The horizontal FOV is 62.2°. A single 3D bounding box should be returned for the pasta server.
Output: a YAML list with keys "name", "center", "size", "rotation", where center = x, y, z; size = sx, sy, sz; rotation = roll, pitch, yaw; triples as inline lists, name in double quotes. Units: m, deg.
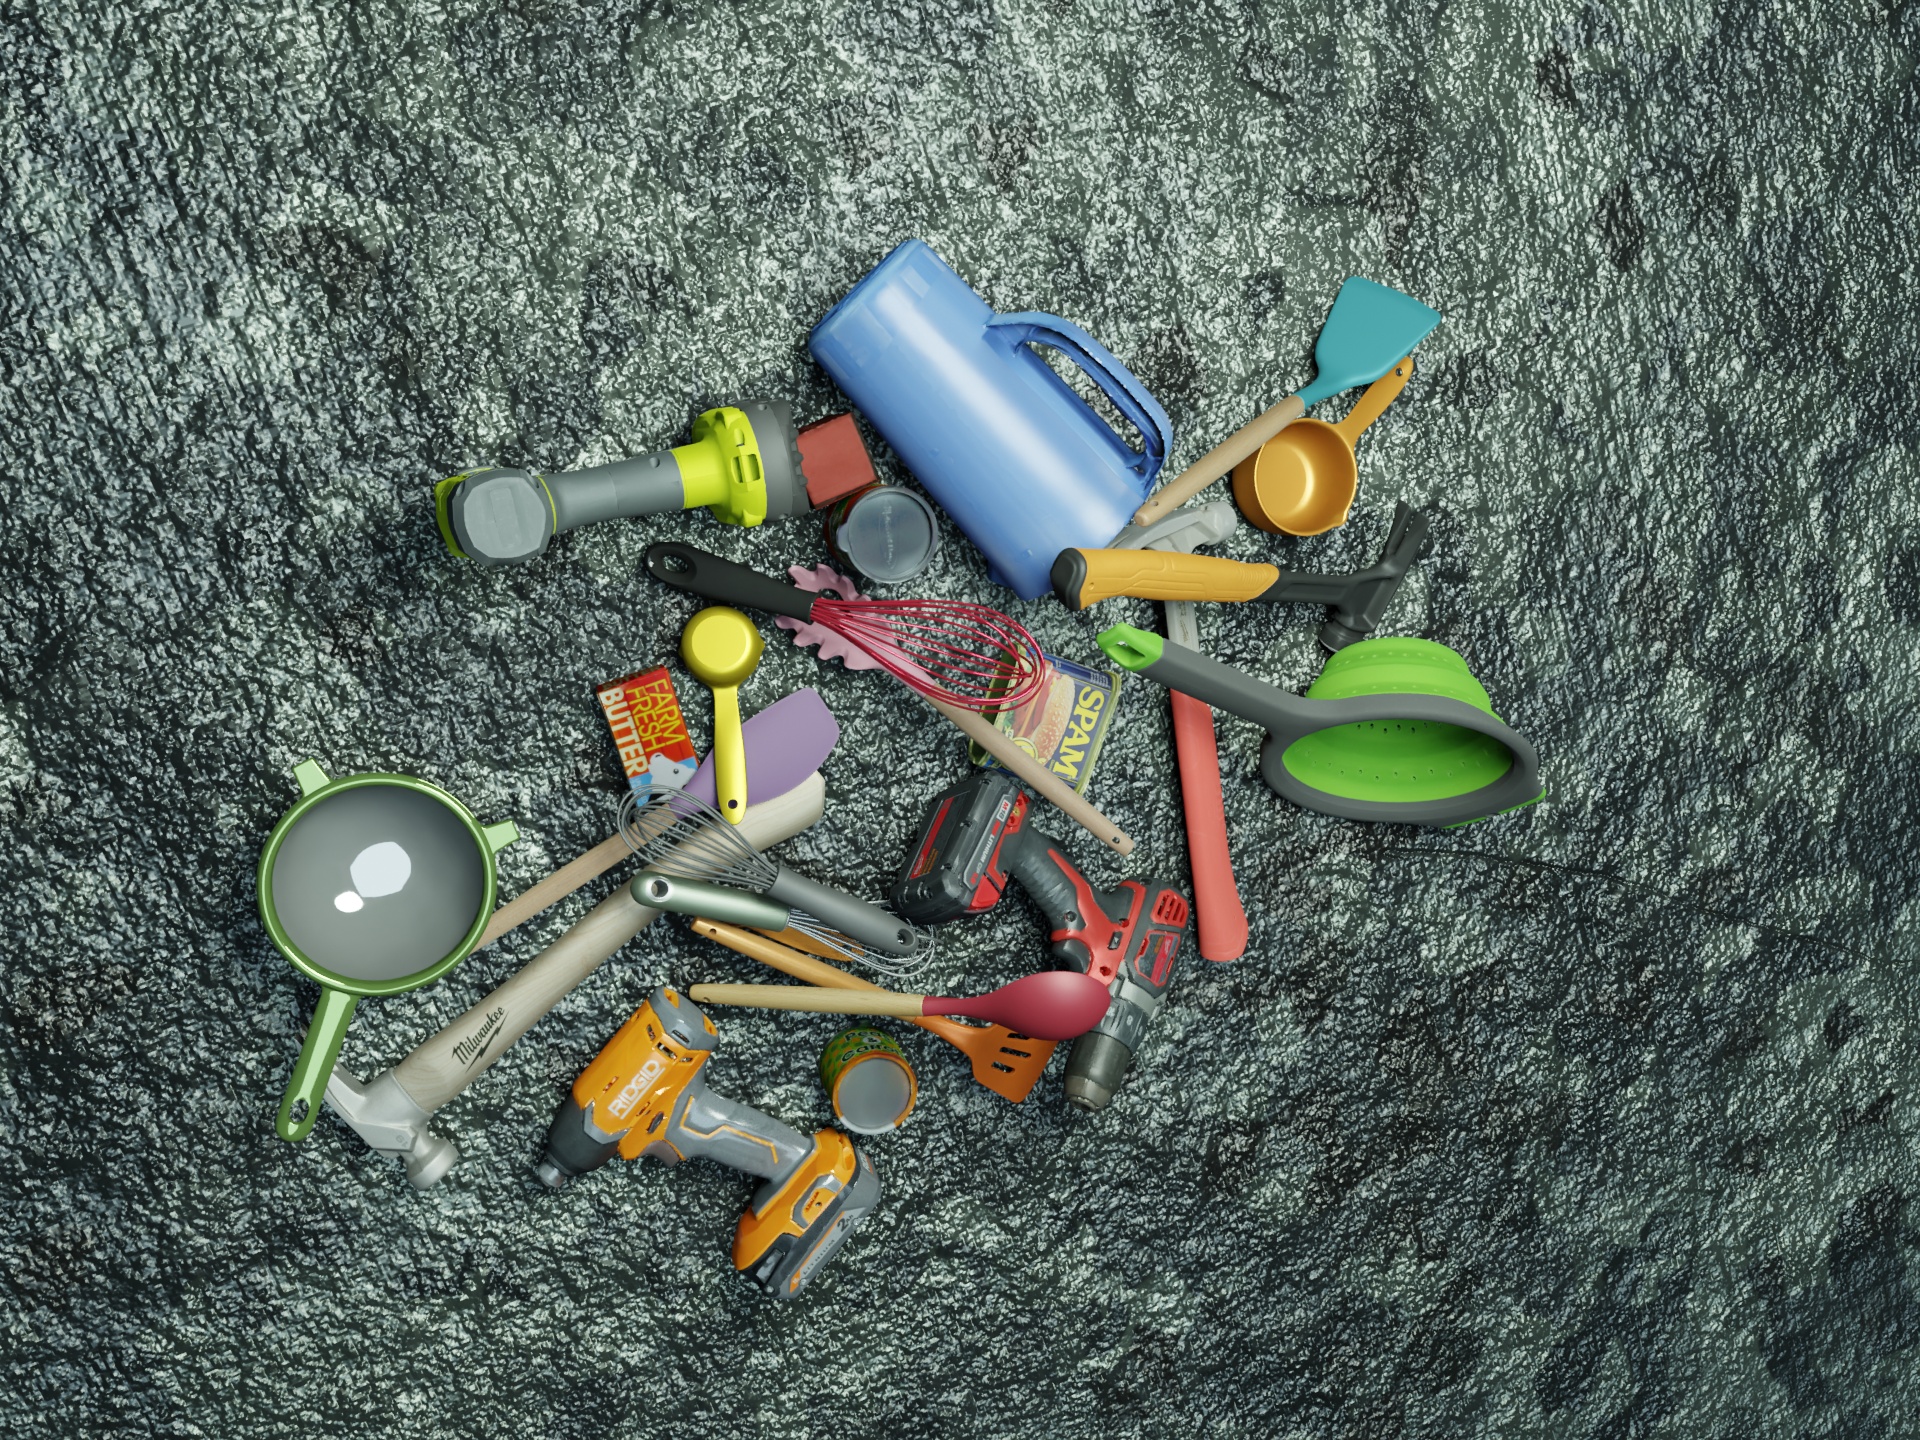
- name: "pasta server"
  center: [-0.002, -0.004, 1.142]
  size: [0.316, 0.040, 0.060]
  rotation: [39, 100, 1]

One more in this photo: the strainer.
- name: "strainer"
  center: [-0.412, 0.156, 1.083]
  size: [0.151, 0.069, 0.256]
  rotation: [20, 91, -18]

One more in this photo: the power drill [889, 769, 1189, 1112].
- name: "power drill"
  center: [0.061, 0.163, 1.181]
  size: [0.226, 0.080, 0.188]
  rotation: [36, 59, -19]

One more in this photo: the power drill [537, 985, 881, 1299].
- name: "power drill"
  center: [-0.190, 0.325, 1.177]
  size: [0.226, 0.084, 0.164]
  rotation: [42, 88, -14]

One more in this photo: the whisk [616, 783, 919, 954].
- name: "whisk"
  center: [-0.130, 0.109, 1.113]
  size: [0.238, 0.055, 0.055]
  rotation: [29, 92, -20]

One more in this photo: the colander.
- name: "colander"
  center: [0.267, -0.027, 1.187]
  size: [0.396, 0.204, 0.095]
  rotation: [21, 61, -27]

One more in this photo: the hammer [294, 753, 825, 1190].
- name: "hammer"
  center: [-0.273, 0.154, 1.144]
  size: [0.410, 0.038, 0.146]
  rotation: [-39, 106, -6]

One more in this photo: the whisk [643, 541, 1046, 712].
- name: "whisk"
  center: [-0.082, -0.072, 1.098]
  size: [0.296, 0.073, 0.073]
  rotation: [18, 96, 8]

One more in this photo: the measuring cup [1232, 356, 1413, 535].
- name: "measuring cup"
  center: [0.279, -0.214, 1.217]
  size: [0.095, 0.052, 0.173]
  rotation: [46, 79, -17]

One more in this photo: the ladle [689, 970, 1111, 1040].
- name: "ladle"
  center: [-0.050, 0.201, 1.135]
  size: [0.315, 0.031, 0.069]
  rotation: [0, 131, 18]

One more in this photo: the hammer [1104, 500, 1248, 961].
- name: "hammer"
  center: [0.175, 0.021, 1.216]
  size: [0.149, 0.037, 0.359]
  rotation: [-25, 113, -41]

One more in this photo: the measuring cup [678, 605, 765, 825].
- name: "measuring cup"
  center: [-0.165, -0.005, 1.118]
  size: [0.062, 0.029, 0.156]
  rotation: [-5, 80, -5]

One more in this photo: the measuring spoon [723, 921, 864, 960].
- name: "measuring spoon"
  center: [-0.126, 0.160, 1.199]
  size: [0.116, 0.011, 0.021]
  rotation: [21, 94, -21]

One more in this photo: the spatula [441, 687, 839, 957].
- name: "spatula"
  center: [-0.224, 0.080, 1.123]
  size: [0.316, 0.018, 0.059]
  rotation: [-33, 98, -9]

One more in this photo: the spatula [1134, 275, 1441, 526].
- name: "spatula"
  center: [0.226, -0.225, 1.139]
  size: [0.317, 0.082, 0.044]
  rotation: [-39, 149, -31]

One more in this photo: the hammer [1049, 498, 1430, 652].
- name: "hammer"
  center: [0.201, -0.106, 1.138]
  size: [0.336, 0.034, 0.127]
  rotation: [-2, 127, -38]

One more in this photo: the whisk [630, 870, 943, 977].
- name: "whisk"
  center: [-0.122, 0.143, 1.155]
  size: [0.246, 0.059, 0.058]
  rotation: [15, 74, -27]

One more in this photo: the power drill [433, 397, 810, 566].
- name: "power drill"
  center: [-0.226, -0.152, 1.039]
  size: [0.223, 0.171, 0.080]
  rotation: [-15, 104, -21]

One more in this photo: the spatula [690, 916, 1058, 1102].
- name: "spatula"
  center: [-0.059, 0.210, 1.201]
  size: [0.322, 0.041, 0.081]
  rotation: [27, 94, -20]
